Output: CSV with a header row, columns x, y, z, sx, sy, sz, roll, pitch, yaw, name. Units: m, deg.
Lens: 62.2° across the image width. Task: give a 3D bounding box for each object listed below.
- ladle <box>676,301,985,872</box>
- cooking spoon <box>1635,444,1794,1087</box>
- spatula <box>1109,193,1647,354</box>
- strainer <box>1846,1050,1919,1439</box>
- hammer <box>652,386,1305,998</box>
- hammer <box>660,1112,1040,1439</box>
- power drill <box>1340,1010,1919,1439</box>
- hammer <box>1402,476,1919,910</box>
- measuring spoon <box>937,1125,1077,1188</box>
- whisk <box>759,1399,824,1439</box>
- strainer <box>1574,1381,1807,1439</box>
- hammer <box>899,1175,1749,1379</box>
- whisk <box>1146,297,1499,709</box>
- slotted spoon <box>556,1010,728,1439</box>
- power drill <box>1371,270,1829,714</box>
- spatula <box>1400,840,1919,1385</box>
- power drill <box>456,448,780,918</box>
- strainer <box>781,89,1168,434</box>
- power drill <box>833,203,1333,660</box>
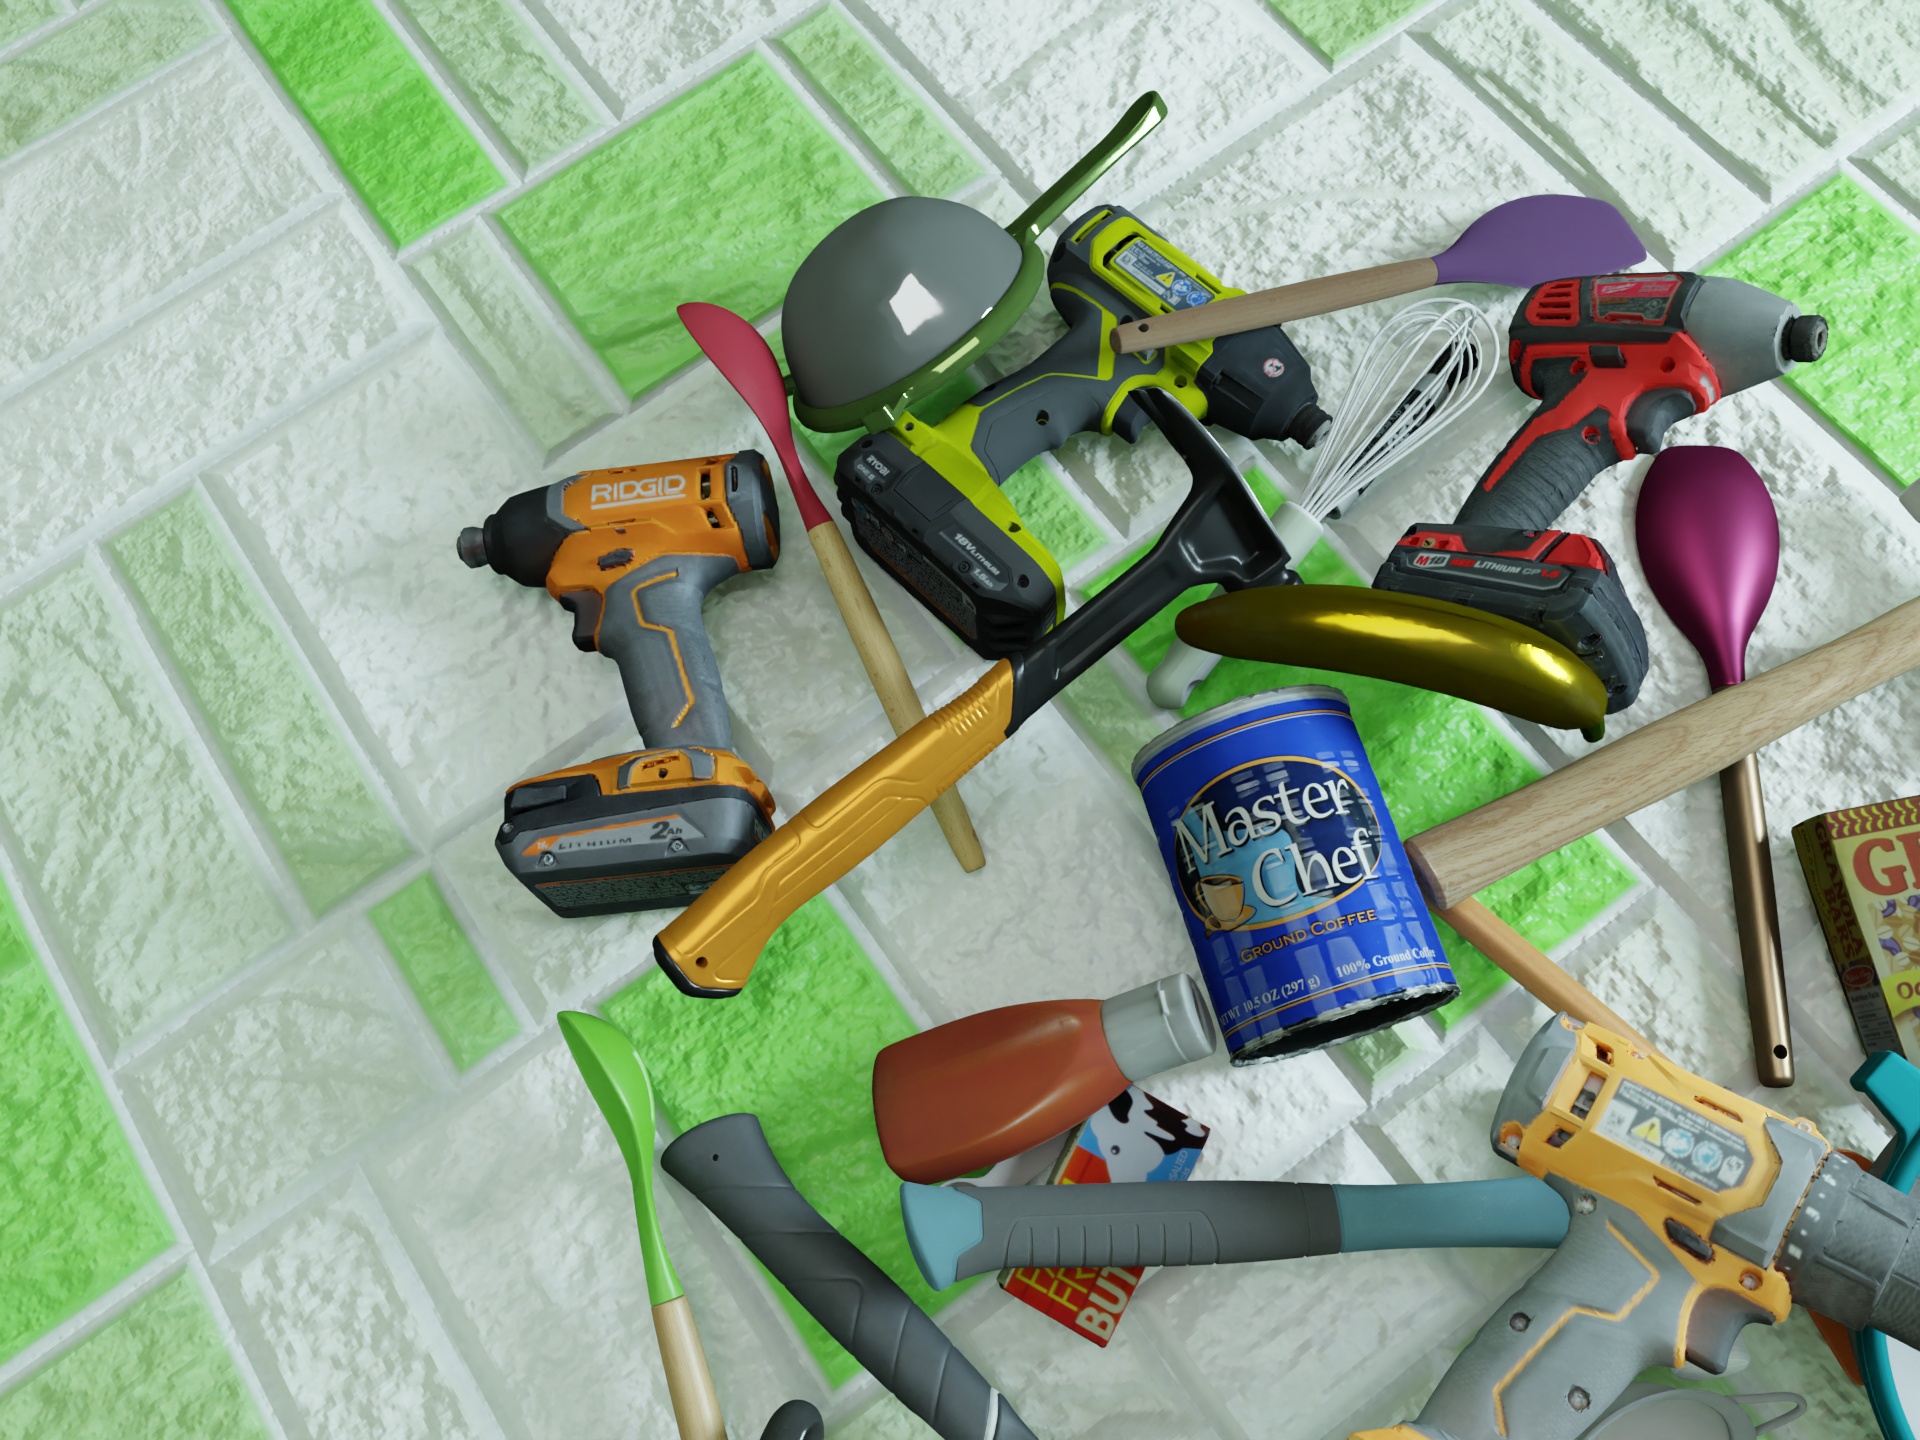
x,y,z,sx,sy,sz,roll,pitch,yaw,name
-0.059,-0.071,0.776,0.031,0.069,0.315,-27,84,14,ladle
0.363,0.010,0.744,0.069,0.017,0.319,2,70,5,cooking spoon
0.215,-0.224,0.806,0.316,0.018,0.060,-17,68,-19,spatula
0.492,0.221,0.616,0.340,0.095,0.211,-1,83,-2,strainer
-0.001,-0.002,0.704,0.337,0.034,0.127,-40,109,-8,hammer
0.023,0.304,0.637,0.409,0.036,0.149,37,76,24,hammer
0.243,0.236,0.549,0.185,0.084,0.226,25,73,33,power drill
0.354,0.002,0.721,0.331,0.031,0.130,-26,68,-5,hammer
0.032,0.192,0.714,0.124,0.018,0.034,-39,87,-16,measuring spoon
-0.104,0.407,0.590,0.073,0.073,0.296,13,65,10,whisk
0.216,0.332,0.629,0.258,0.050,0.086,-37,114,-3,strainer
0.140,0.207,0.654,0.331,0.033,0.128,-1,53,-1,hammer
0.172,-0.104,0.772,0.059,0.057,0.246,39,92,17,whisk
-0.117,0.271,0.674,0.031,0.070,0.314,-13,77,-22,slotted spoon
0.299,-0.118,0.742,0.143,0.078,0.220,14,67,46,power drill
0.287,0.143,0.702,0.081,0.041,0.323,-43,68,-12,spatula
-0.170,-0.024,0.778,0.164,0.084,0.227,-6,65,4,power drill
0.000,-0.253,0.806,0.256,0.069,0.152,-44,31,-8,strainer
0.063,-0.143,0.801,0.223,0.080,0.171,-43,72,-13,power drill
